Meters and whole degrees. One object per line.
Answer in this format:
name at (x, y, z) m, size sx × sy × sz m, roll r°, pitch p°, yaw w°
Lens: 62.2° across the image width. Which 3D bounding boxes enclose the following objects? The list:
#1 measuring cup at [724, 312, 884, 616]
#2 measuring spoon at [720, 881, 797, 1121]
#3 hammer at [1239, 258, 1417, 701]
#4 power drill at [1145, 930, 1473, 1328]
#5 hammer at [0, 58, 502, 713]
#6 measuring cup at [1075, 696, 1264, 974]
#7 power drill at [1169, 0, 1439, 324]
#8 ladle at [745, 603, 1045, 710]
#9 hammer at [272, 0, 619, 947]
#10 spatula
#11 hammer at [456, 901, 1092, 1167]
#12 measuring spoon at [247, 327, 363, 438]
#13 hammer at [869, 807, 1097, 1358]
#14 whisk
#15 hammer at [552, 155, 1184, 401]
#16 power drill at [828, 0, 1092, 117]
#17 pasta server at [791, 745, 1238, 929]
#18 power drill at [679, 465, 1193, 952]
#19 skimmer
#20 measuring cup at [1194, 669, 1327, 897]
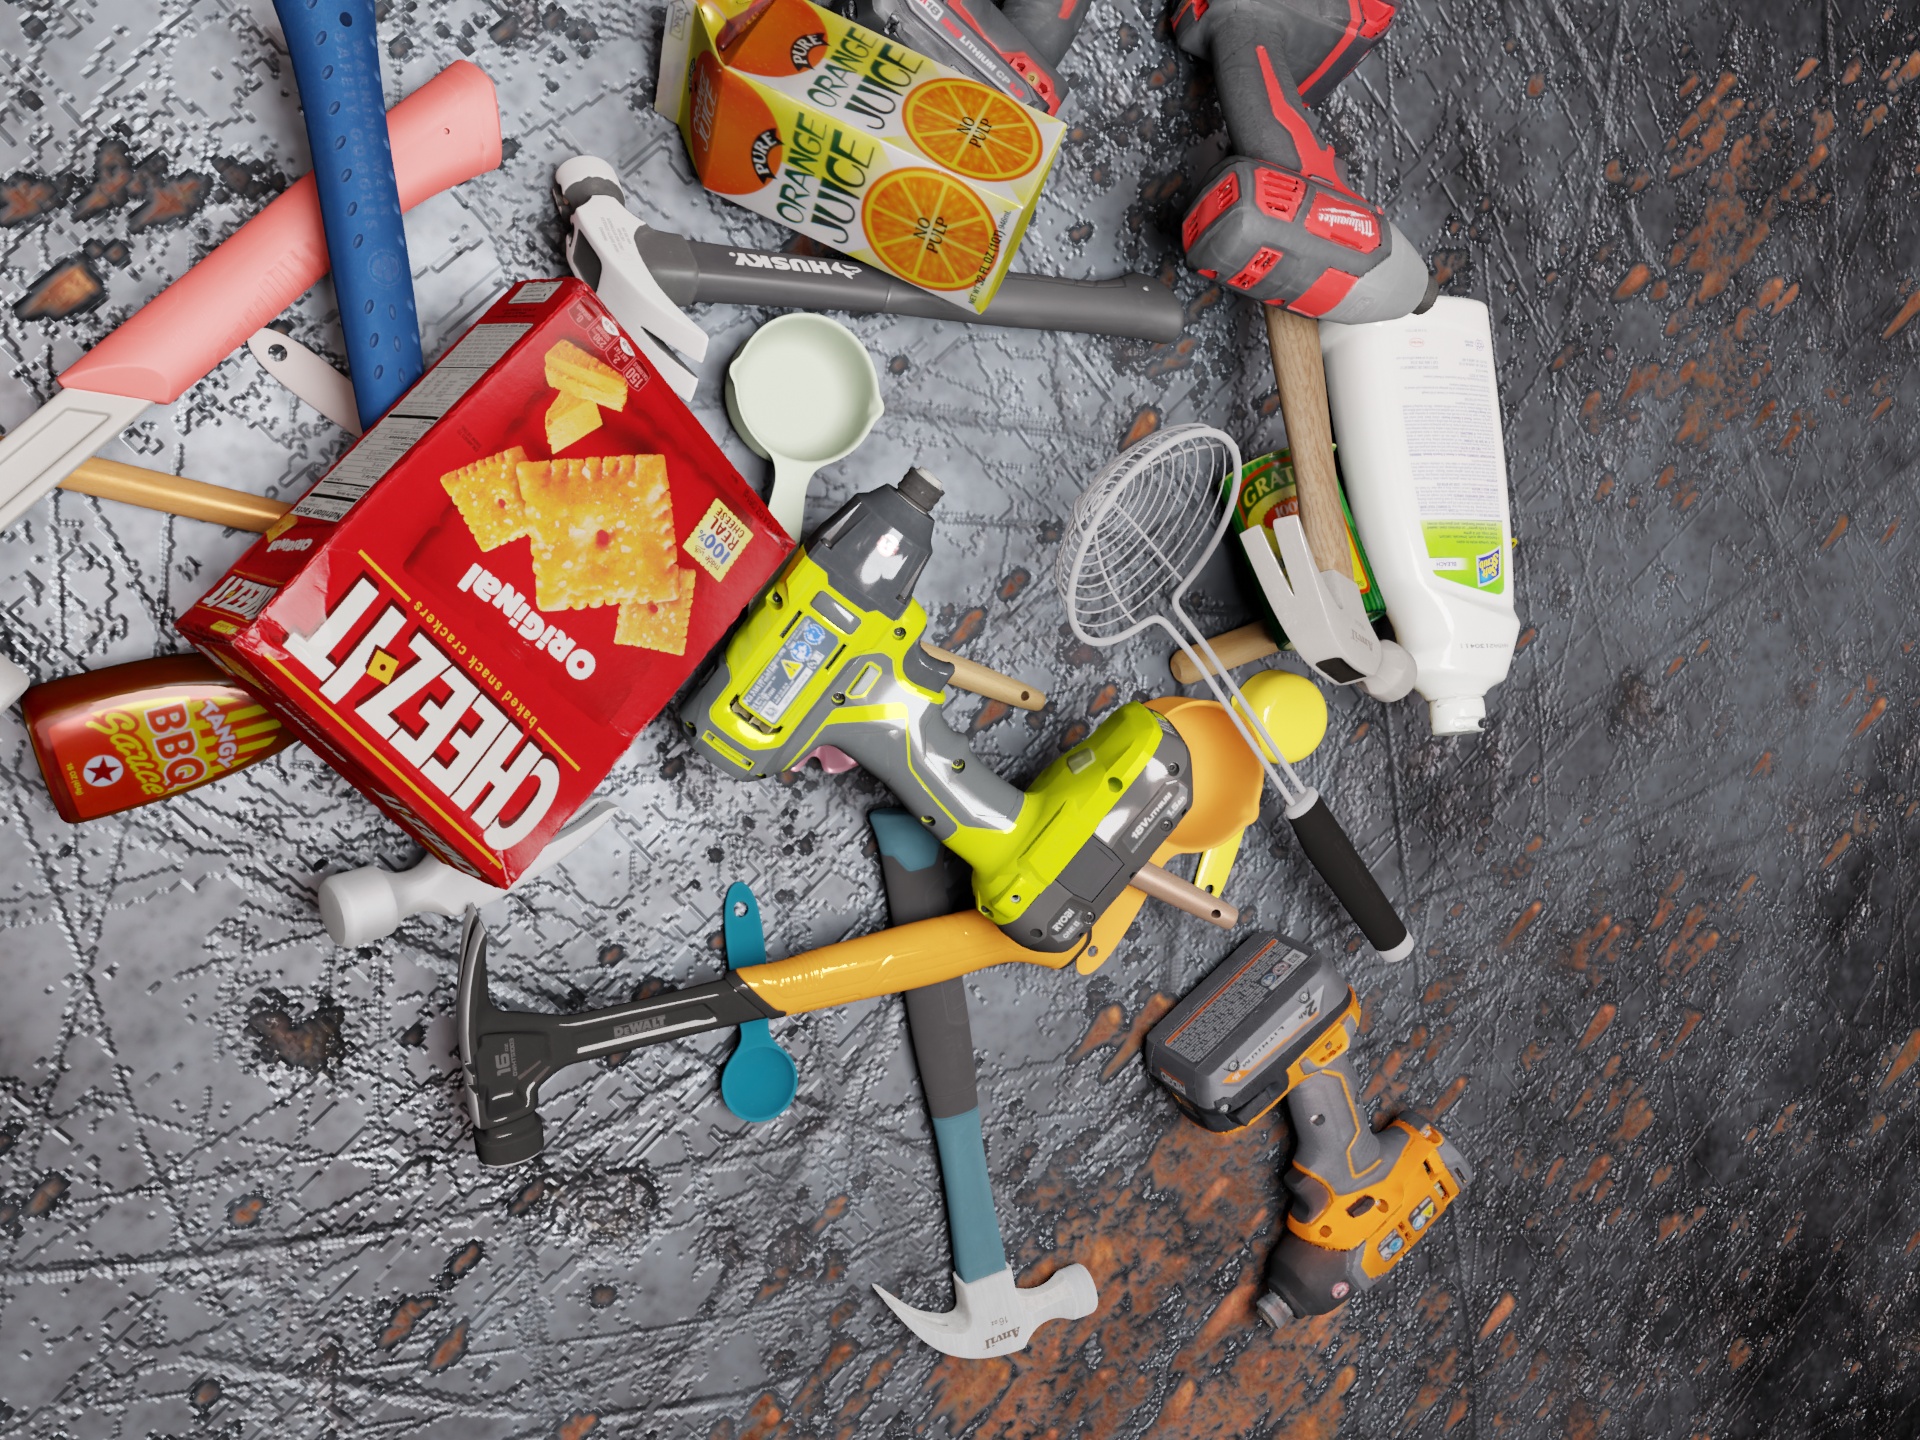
measuring cup at (-0.092, -0.123, 0.815) m, size 0.083 × 0.038 × 0.167 m, roll 10°, pitch 91°, yaw -24°
measuring spoon at (-0.115, 0.150, 0.856) m, size 0.042 × 0.021 × 0.128 m, roll -6°, pitch 90°, yaw -23°
hammer at (0.182, -0.179, 0.855) m, size 0.130 × 0.031 × 0.331 m, roll 21°, pitch 59°, yaw -49°
power drill at (0.207, 0.260, 0.974) m, size 0.164 × 0.084 × 0.226 m, roll -40°, pitch 114°, yaw -14°
hammer at (-0.341, -0.172, 0.680) m, size 0.359 × 0.037 × 0.149 m, roll -49°, pitch 114°, yaw -18°
measuring cup at (0.104, 0.065, 0.919) m, size 0.095 × 0.052 × 0.173 m, roll 34°, pitch 85°, yaw -23°
power drill at (0.183, -0.309, 0.841) m, size 0.143 × 0.078 × 0.220 m, roll 12°, pitch 63°, yaw -24°
ladle at (-0.087, -0.057, 0.835) m, size 0.315 × 0.031 × 0.069 m, roll 19°, pitch 88°, yaw -26°
hammer at (-0.244, -0.109, 0.710) m, size 0.144 × 0.035 × 0.405 m, roll -18°, pitch 110°, yaw -41°
spatula at (-0.402, -0.112, 0.681) m, size 0.322 × 0.041 × 0.081 m, roll 12°, pitch 88°, yaw -25°
hammer at (-0.082, 0.127, 0.811) m, size 0.336 × 0.034 × 0.127 m, roll -9°, pitch 111°, yaw -25°
measuring spoon at (-0.278, -0.141, 0.744) m, size 0.124 × 0.018 × 0.034 m, roll 38°, pitch 81°, yaw -22°
hammer at (-0.004, 0.207, 0.899) m, size 0.128 × 0.033 × 0.331 m, roll -14°, pitch 102°, yaw -23°
whisk at (0.236, -0.072, 0.965) m, size 0.245 × 0.047 × 0.051 m, roll -20°, pitch 105°, yaw -17°
hammer at (-0.026, -0.214, 0.805) m, size 0.334 × 0.146 × 0.035 m, roll -4°, pitch 140°, yaw -30°
power drill at (0.020, -0.417, 0.811) m, size 0.187 × 0.080 × 0.227 m, roll 37°, pitch 79°, yaw -23°
pasta server at (0.015, 0.044, 0.853) m, size 0.316 × 0.040 × 0.060 m, roll 27°, pitch 102°, yaw -11°
power drill at (-0.001, -0.003, 0.785) m, size 0.223 × 0.080 × 0.171 m, roll 36°, pitch 100°, yaw -14°
skimmer at (0.171, 0.005, 0.862) m, size 0.127 × 0.090 × 0.363 m, roll -42°, pitch 111°, yaw -14°
measuring cup at (0.177, 0.044, 0.959) m, size 0.062 × 0.029 × 0.156 m, roll 23°, pitch 85°, yaw -24°
